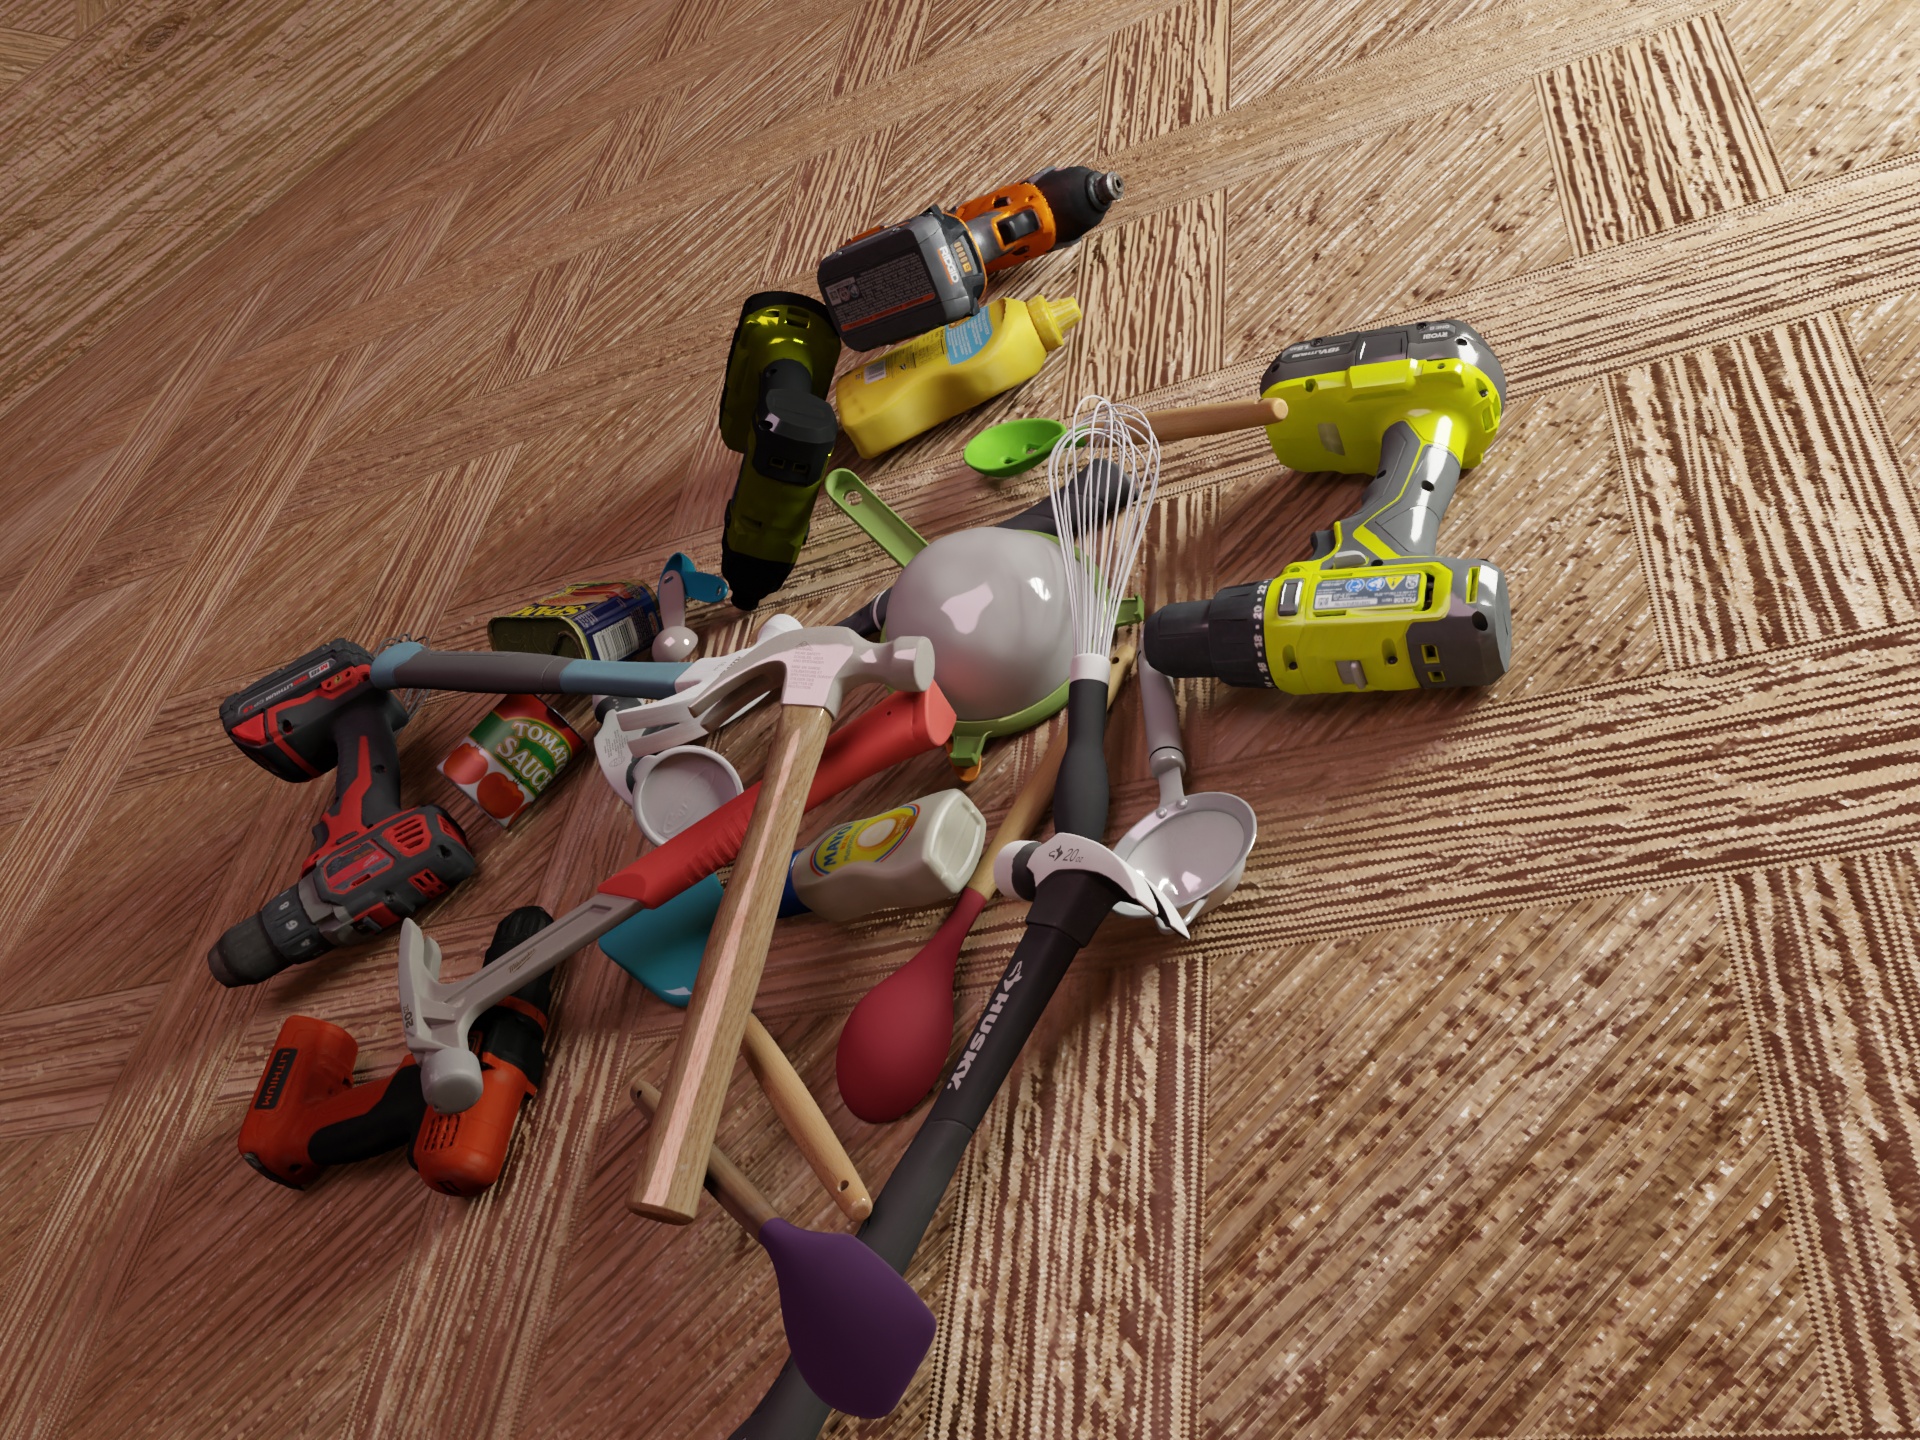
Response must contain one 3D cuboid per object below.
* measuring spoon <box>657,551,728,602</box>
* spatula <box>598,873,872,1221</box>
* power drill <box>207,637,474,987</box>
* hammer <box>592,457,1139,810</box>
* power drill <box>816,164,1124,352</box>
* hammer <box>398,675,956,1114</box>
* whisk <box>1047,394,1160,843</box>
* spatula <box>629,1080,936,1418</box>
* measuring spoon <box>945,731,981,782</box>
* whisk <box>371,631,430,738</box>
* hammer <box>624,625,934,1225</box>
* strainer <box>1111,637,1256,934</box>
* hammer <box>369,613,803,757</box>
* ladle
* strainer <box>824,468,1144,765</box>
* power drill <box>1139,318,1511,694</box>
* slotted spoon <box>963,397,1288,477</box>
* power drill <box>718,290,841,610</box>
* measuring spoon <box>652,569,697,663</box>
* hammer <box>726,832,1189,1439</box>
[{"bbox_3d":[-0.191,-0.098,1.174,0.129,0.021,0.042,19,89,58],"label":"measuring spoon"},{"bbox_3d":[-0.115,0.167,0.841,0.082,0.044,0.318,-38,29,-10],"label":"spatula"},{"bbox_3d":[-0.463,0.070,1.140,0.188,0.080,0.227,-30,56,-4],"label":"power drill"},{"bbox_3d":[-0.067,-0.062,1.062,0.409,0.036,0.149,-28,42,8],"label":"hammer"},{"bbox_3d":[0.016,-0.363,1.208,0.164,0.084,0.226,-7,24,41],"label":"power drill"},{"bbox_3d":[-0.164,0.077,0.918,0.359,0.036,0.149,-33,39,-1],"label":"hammer"},{"bbox_3d":[0.076,-0.056,0.901,0.070,0.070,0.285,-7,67,30],"label":"whisk"},{"bbox_3d":[-0.101,0.235,0.759,0.060,0.018,0.316,-58,31,-8],"label":"spatula"},{"bbox_3d":[-0.002,-0.003,0.980,0.021,0.011,0.117,-16,46,5],"label":"measuring spoon"},{"bbox_3d":[-0.453,0.023,1.240,0.055,0.055,0.239,-18,47,20],"label":"whisk"},{"bbox_3d":[-0.112,0.094,0.834,0.130,0.031,0.331,3,61,20],"label":"hammer"},{"bbox_3d":[0.113,0.030,0.845,0.087,0.050,0.259,-25,35,20],"label":"strainer"},{"bbox_3d":[-0.270,-0.031,1.071,0.331,0.033,0.128,3,35,30],"label":"hammer"},{"bbox_3d":[0.022,0.077,0.873,0.069,0.031,0.315,11,56,38],"label":"ladle"},{"bbox_3d":[-0.018,-0.100,0.991,0.151,0.069,0.257,-40,56,-6],"label":"strainer"},{"bbox_3d":[0.208,-0.111,0.883,0.190,0.080,0.229,-2,52,28],"label":"power drill"},{"bbox_3d":[0.098,-0.181,1.009,0.070,0.031,0.314,-37,21,-22],"label":"slotted spoon"},{"bbox_3d":[-0.139,-0.202,1.173,0.080,0.171,0.223,11,40,-14],"label":"power drill"},{"bbox_3d":[-0.209,-0.080,1.137,0.034,0.018,0.124,-27,36,6],"label":"measuring spoon"},{"bbox_3d":[-0.009,0.201,0.732,0.335,0.035,0.146,-59,23,-17],"label":"hammer"}]
